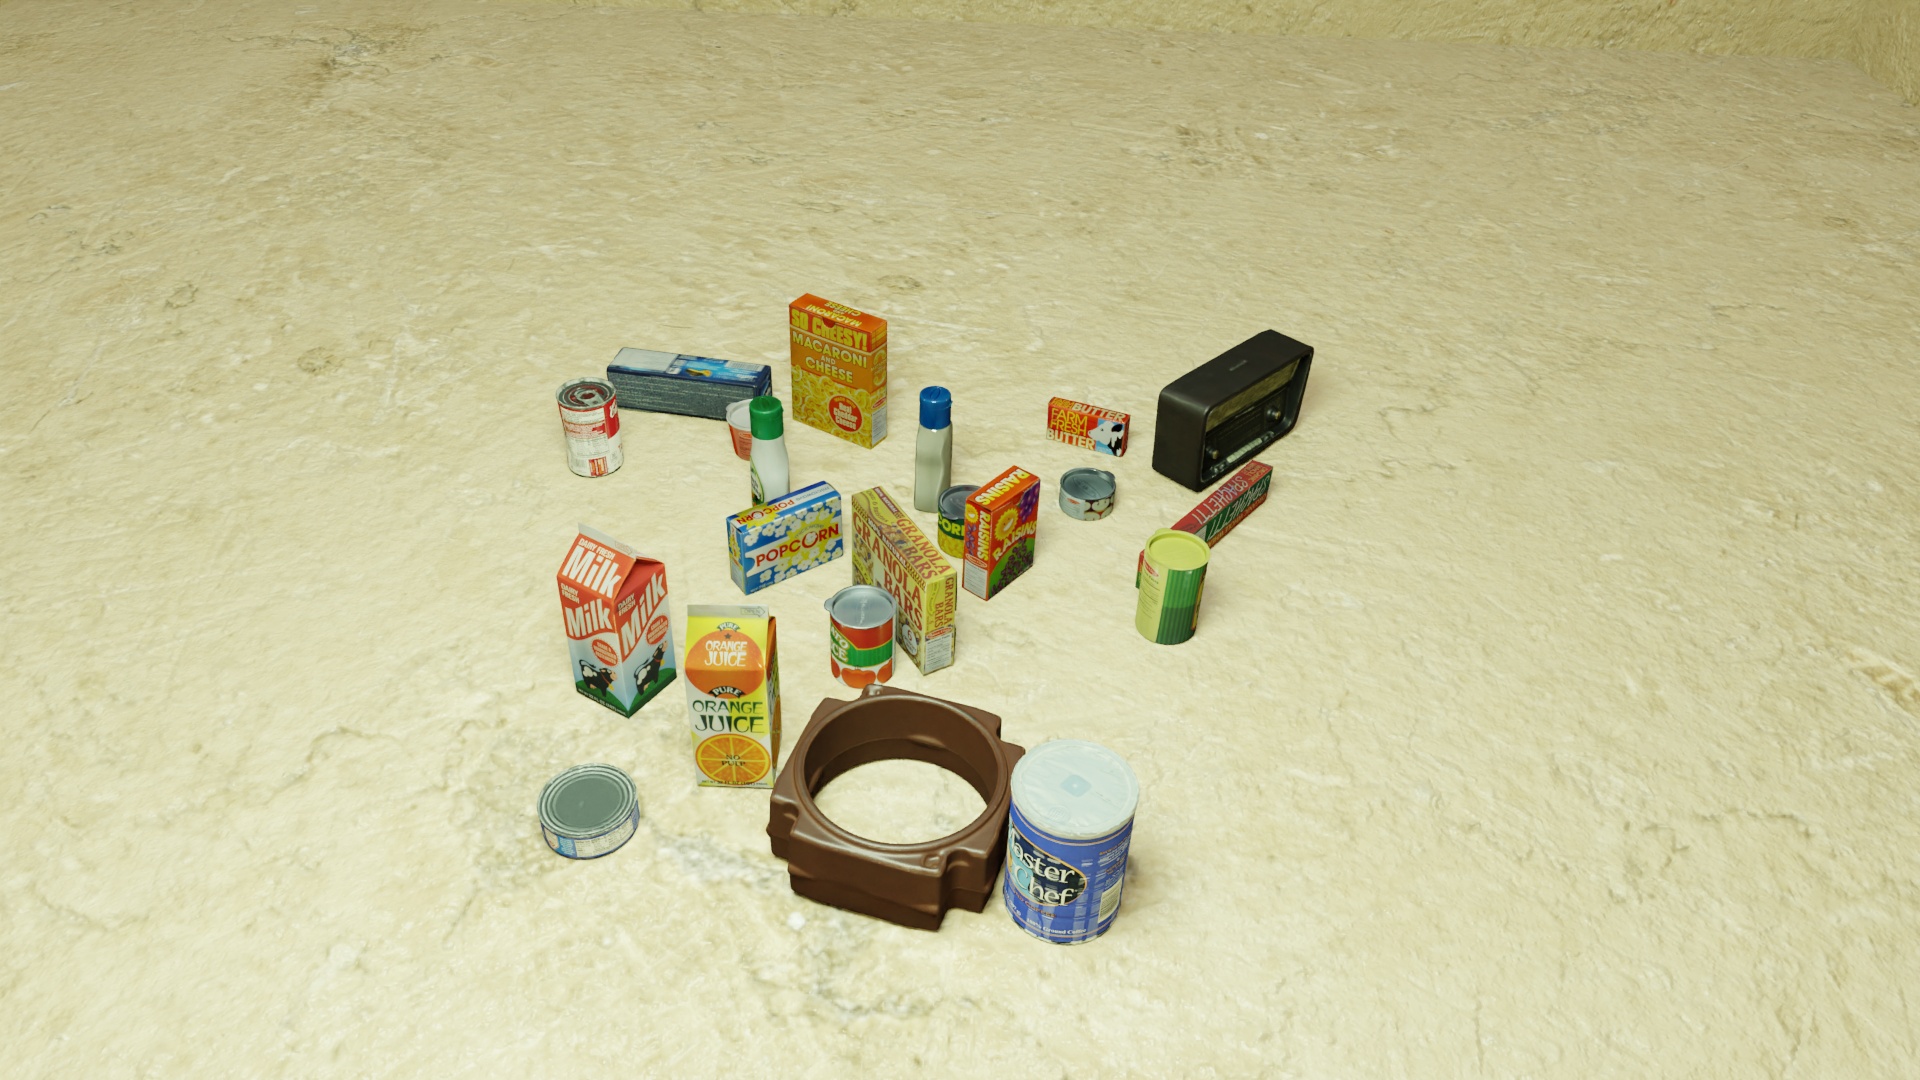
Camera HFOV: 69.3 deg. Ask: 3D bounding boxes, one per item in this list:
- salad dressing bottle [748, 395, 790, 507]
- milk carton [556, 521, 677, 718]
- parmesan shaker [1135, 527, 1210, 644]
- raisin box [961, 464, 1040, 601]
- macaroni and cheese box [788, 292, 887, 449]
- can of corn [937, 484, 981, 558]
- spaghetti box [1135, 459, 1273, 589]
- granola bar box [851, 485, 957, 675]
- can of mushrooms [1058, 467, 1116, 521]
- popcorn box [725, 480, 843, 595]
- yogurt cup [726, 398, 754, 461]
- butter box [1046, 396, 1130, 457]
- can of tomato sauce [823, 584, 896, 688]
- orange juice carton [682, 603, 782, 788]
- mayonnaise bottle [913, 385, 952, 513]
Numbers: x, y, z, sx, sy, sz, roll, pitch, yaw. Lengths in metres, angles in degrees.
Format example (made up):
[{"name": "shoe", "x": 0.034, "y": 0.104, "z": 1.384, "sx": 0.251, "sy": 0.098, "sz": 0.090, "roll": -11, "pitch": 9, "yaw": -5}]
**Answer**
[{"name": "salad dressing bottle", "x": -0.217, "y": -0.093, "z": 1.569, "sx": 0.044, "sy": 0.146, "sz": 0.064, "roll": -11, "pitch": 39, "yaw": -17}, {"name": "milk carton", "x": -0.326, "y": 0.069, "z": 1.317, "sx": 0.072, "sy": 0.189, "sz": 0.074, "roll": 22, "pitch": 41, "yaw": 23}, {"name": "parmesan shaker", "x": 0.219, "y": 0.048, "z": 1.447, "sx": 0.071, "sy": 0.102, "sz": 0.072, "roll": 2, "pitch": 37, "yaw": -1}, {"name": "raisin box", "x": 0.043, "y": -0.008, "z": 1.493, "sx": 0.040, "sy": 0.122, "sz": 0.086, "roll": 28, "pitch": 44, "yaw": 30}, {"name": "macaroni and cheese box", "x": -0.150, "y": -0.207, "z": 1.707, "sx": 0.124, "sy": 0.165, "sz": 0.040, "roll": 22, "pitch": 41, "yaw": 24}, {"name": "can of corn", "x": 0.006, "y": -0.020, "z": 1.560, "sx": 0.071, "sy": 0.058, "sz": 0.071, "roll": 2, "pitch": 37, "yaw": -1}, {"name": "spaghetti box", "x": 0.280, "y": -0.018, "z": 1.580, "sx": 0.029, "sy": 0.049, "sz": 0.251, "roll": 28, "pitch": 44, "yaw": 29}, {"name": "granola bar box", "x": -0.059, "y": 0.039, "z": 1.425, "sx": 0.039, "sy": 0.123, "sz": 0.166, "roll": -18, "pitch": 42, "yaw": -24}, {"name": "can of mushrooms", "x": 0.151, "y": -0.055, "z": 1.635, "sx": 0.071, "sy": 0.033, "sz": 0.071, "roll": 2, "pitch": 37, "yaw": -1}, {"name": "popcorn box", "x": -0.189, "y": -0.004, "z": 1.506, "sx": 0.127, "sy": 0.084, "sz": 0.038, "roll": -23, "pitch": 44, "yaw": -30}, {"name": "yogurt cup", "x": -0.250, "y": -0.133, "z": 1.696, "sx": 0.072, "sy": 0.053, "sz": 0.073, "roll": 2, "pitch": 37, "yaw": -1}, {"name": "butter box", "x": 0.158, "y": -0.142, "z": 1.733, "sx": 0.103, "sy": 0.052, "sz": 0.024, "roll": 16, "pitch": 39, "yaw": 17}, {"name": "can of tomato sauce", "x": -0.099, "y": 0.096, "z": 1.382, "sx": 0.071, "sy": 0.082, "sz": 0.071, "roll": 2, "pitch": 37, "yaw": -1}, {"name": "orange juice carton", "x": -0.202, "y": 0.130, "z": 1.242, "sx": 0.072, "sy": 0.191, "sz": 0.073, "roll": 2, "pitch": 37, "yaw": 0}, {"name": "mayonnaise bottle", "x": -0.031, "y": -0.107, "z": 1.598, "sx": 0.041, "sy": 0.147, "sz": 0.065, "roll": 10, "pitch": 38, "yaw": 9}]
